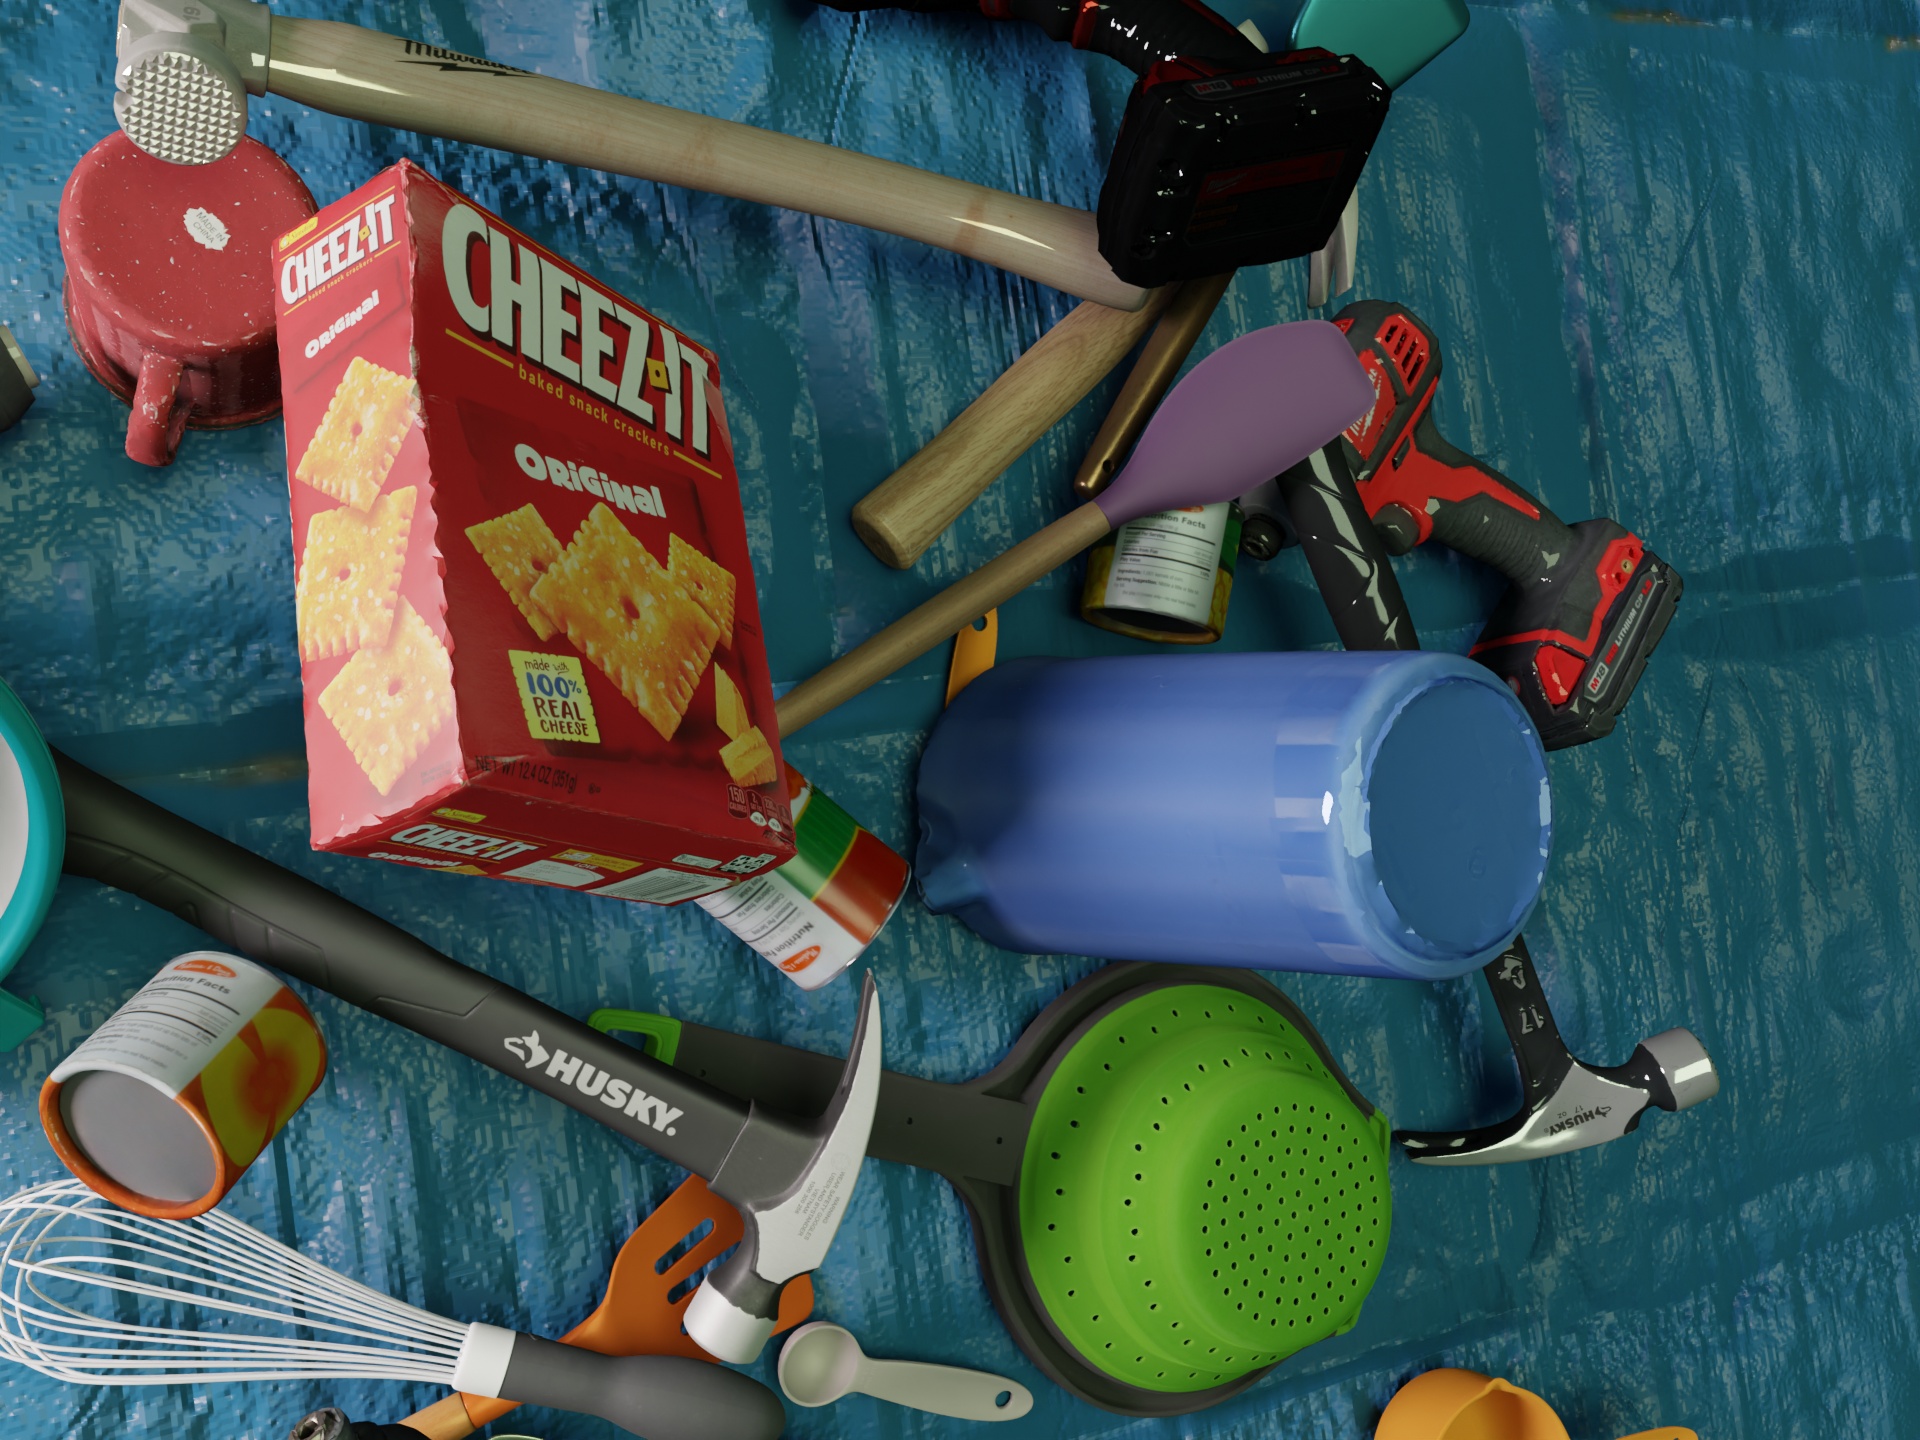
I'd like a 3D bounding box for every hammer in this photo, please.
[{"bbox_3d":[-0.183,0.094,0.567,0.334,0.035,0.146,29,89,-9],"label":"hammer"},{"bbox_3d":[-0.097,-0.225,0.621,0.410,0.038,0.146,4,44,-28],"label":"hammer"},{"bbox_3d":[0.074,-0.185,0.740,0.331,0.031,0.130,-46,103,-20],"label":"hammer"},{"bbox_3d":[0.211,0.022,0.733,0.149,0.036,0.409,-23,99,3],"label":"hammer"}]

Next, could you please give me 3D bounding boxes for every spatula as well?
[{"bbox_3d":[-0.203,0.262,0.580,0.322,0.041,0.081,-24,93,-20],"label":"spatula"},{"bbox_3d":[0.135,-0.232,0.729,0.082,0.044,0.317,38,73,-26],"label":"spatula"},{"bbox_3d":[0.037,-0.075,0.671,0.316,0.018,0.060,-33,95,-5],"label":"spatula"}]

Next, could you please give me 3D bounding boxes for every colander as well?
[{"bbox_3d":[0.043,0.179,0.651,0.396,0.094,0.204,19,77,-22],"label":"colander"}]

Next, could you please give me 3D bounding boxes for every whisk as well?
[{"bbox_3d":[-0.195,0.212,0.546,0.284,0.070,0.070,18,78,-12],"label":"whisk"}]

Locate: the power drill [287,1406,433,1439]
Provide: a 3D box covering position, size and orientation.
[{"bbox_3d":[-0.237,0.336,0.508,0.226,0.084,0.164,-36,118,-24],"label":"power drill"}]

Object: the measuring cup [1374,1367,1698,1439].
[{"bbox_3d":[0.275,0.353,0.765,0.173,0.052,0.095,3,84,-25],"label":"measuring cup"}]

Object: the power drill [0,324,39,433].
[{"bbox_3d":[-0.430,-0.150,0.491,0.190,0.080,0.228,-31,100,-22],"label":"power drill"}]

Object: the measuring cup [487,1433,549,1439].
[{"bbox_3d":[-0.108,0.300,0.606,0.167,0.038,0.083,31,74,-19],"label":"measuring cup"}]

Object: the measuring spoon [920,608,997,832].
[{"bbox_3d":[-0.001,-0.002,0.702,0.021,0.011,0.117,18,74,-28],"label":"measuring spoon"}]

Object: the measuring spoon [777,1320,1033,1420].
[{"bbox_3d":[-0.022,0.273,0.664,0.124,0.018,0.034,23,88,-27],"label":"measuring spoon"}]

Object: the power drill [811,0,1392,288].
[{"bbox_3d":[0.049,-0.286,0.673,0.188,0.080,0.227,-18,59,-25],"label":"power drill"}]

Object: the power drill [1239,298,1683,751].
[{"bbox_3d":[0.235,-0.086,0.779,0.219,0.078,0.143,39,71,-13],"label":"power drill"}]

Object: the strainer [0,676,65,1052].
[{"bbox_3d":[-0.369,-0.037,0.432,0.211,0.095,0.340,-4,126,-32],"label":"strainer"}]
